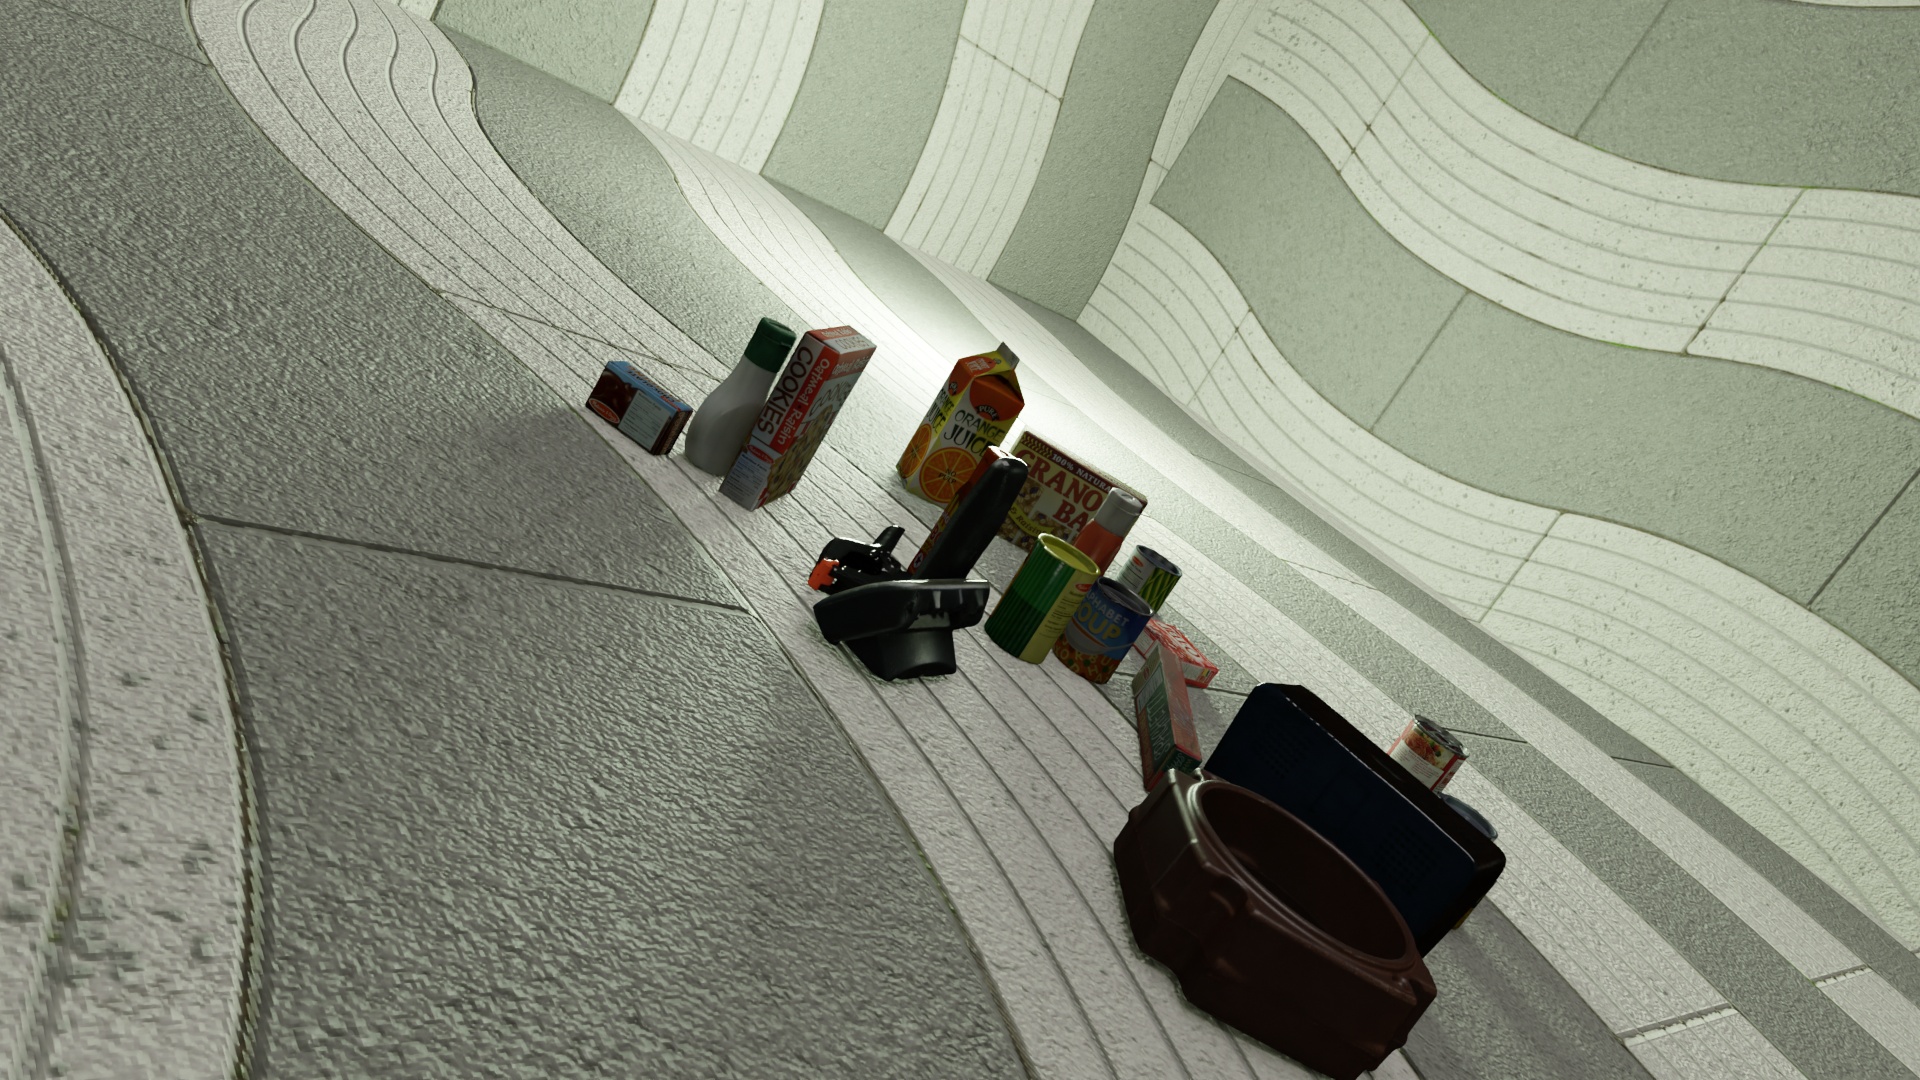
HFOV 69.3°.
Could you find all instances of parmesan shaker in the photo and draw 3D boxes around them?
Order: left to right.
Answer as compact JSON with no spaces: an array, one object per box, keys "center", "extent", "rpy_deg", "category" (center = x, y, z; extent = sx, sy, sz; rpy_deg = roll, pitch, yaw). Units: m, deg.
[{"center":[0.073,0.054,1.284],"extent":[0.071,0.102,0.071],"rpy_deg":[29,15,-9],"category":"parmesan shaker"}]

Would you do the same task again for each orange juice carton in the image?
[{"center":[0.008,-0.134,1.569],"extent":[0.073,0.192,0.072],"rpy_deg":[25,17,-23],"category":"orange juice carton"}]

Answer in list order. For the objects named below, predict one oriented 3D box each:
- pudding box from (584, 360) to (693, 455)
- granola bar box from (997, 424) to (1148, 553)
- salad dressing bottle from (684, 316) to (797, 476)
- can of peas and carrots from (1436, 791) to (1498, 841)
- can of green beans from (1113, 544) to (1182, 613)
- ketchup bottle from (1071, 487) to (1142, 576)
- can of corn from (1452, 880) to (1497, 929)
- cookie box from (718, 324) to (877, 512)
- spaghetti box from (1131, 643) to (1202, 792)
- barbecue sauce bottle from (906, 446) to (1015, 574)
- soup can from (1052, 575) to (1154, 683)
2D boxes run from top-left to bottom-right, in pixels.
[{"center":[-0.286,-0.119,1.236],"extent":[0.084,0.049,0.030],"rpy_deg":[35,16,12],"category":"pudding box"},{"center":[0.114,-0.038,1.600],"extent":[0.165,0.124,0.039],"rpy_deg":[30,15,-5],"category":"granola bar box"},{"center":[-0.197,-0.130,1.257],"extent":[0.064,0.147,0.044],"rpy_deg":[14,23,-48],"category":"salad dressing bottle"},{"center":[0.500,0.300,1.415],"extent":[0.071,0.058,0.071],"rpy_deg":[29,16,-9],"category":"can of peas and carrots"},{"center":[0.224,0.047,1.672],"extent":[0.071,0.057,0.071],"rpy_deg":[29,16,-9],"category":"can of green beans"},{"center":[0.133,0.017,1.424],"extent":[0.043,0.148,0.065],"rpy_deg":[37,16,20],"category":"ketchup bottle"},{"center":[0.447,0.314,1.275],"extent":[0.071,0.058,0.071],"rpy_deg":[29,16,-9],"category":"can of corn"},{"center":[-0.147,-0.115,1.267],"extent":[0.040,0.167,0.123],"rpy_deg":[33,15,4],"category":"cookie box"},{"center":[0.185,0.161,1.265],"extent":[0.029,0.050,0.251],"rpy_deg":[31,16,-4],"category":"spaghetti box"},{"center":[0.005,-0.016,1.286],"extent":[0.043,0.148,0.065],"rpy_deg":[25,16,-23],"category":"barbecue sauce bottle"},{"center":[0.135,0.086,1.338],"extent":[0.071,0.083,0.071],"rpy_deg":[29,16,-9],"category":"soup can"}]
